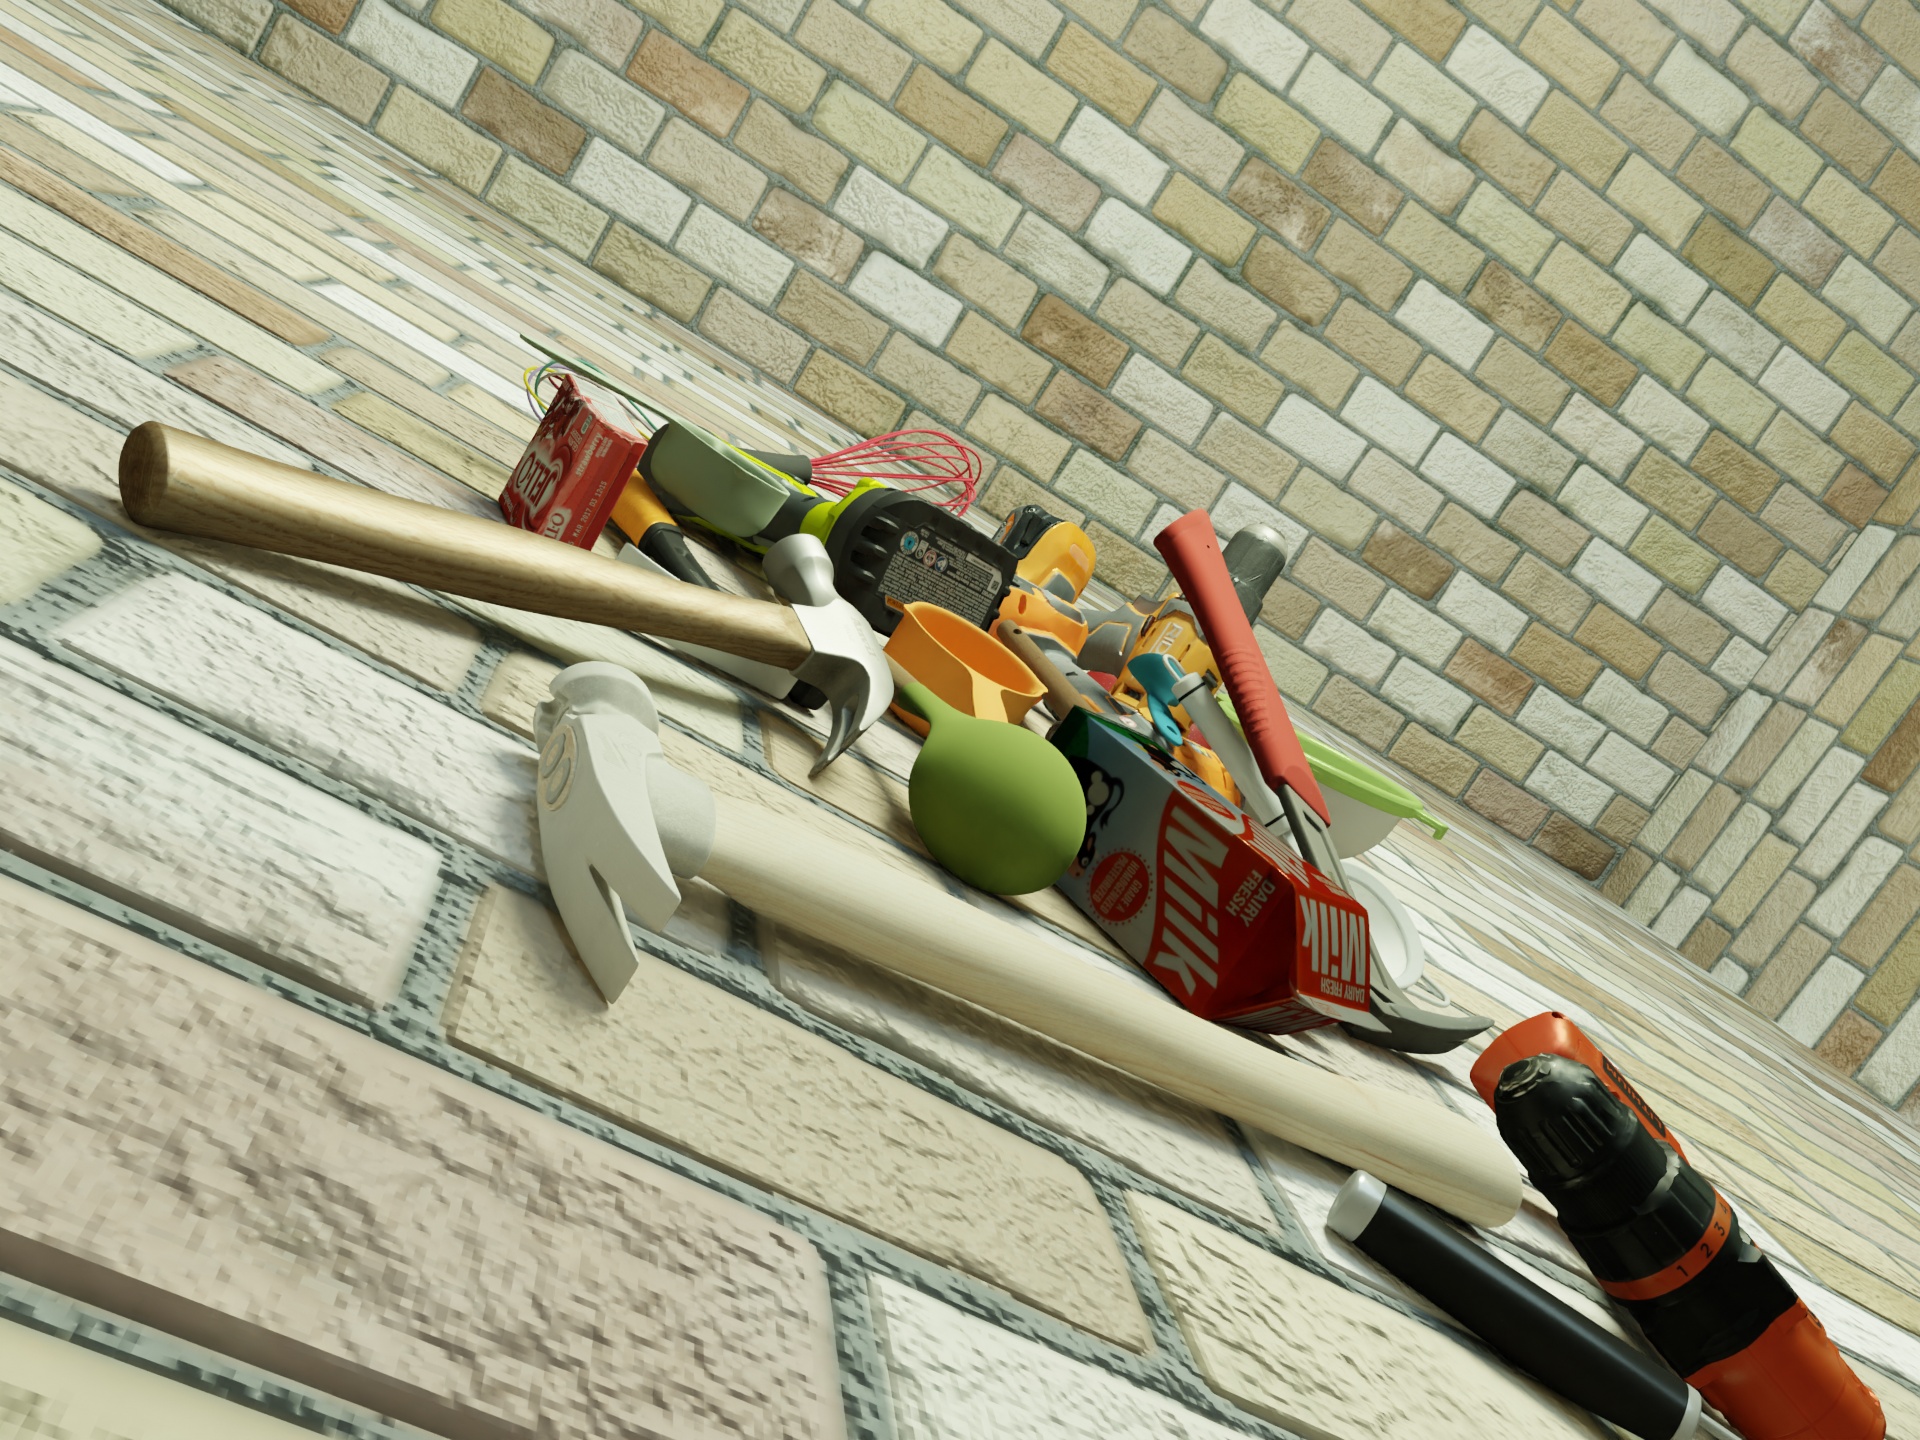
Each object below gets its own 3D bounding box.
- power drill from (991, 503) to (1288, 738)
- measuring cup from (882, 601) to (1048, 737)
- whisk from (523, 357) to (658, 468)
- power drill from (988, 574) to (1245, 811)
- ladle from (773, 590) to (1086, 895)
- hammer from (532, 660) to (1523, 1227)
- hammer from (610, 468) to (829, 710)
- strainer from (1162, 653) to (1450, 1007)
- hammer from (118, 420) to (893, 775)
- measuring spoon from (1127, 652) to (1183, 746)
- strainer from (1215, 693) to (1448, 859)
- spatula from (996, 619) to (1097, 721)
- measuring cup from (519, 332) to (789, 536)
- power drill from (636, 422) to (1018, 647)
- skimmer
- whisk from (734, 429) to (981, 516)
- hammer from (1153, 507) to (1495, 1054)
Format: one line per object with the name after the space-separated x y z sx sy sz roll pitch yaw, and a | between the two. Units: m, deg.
0.116 -0.087 1.162 0.226 0.185 0.084 30 -8 43 | power drill
-0.001 -0.003 0.842 0.095 0.052 0.174 30 19 -16 | measuring cup
-0.194 -0.177 1.104 0.244 0.051 0.047 30 4 -31 | whisk
0.063 -0.015 1.007 0.164 0.084 0.227 22 19 -47 | power drill
-0.036 -0.008 0.771 0.078 0.062 0.320 1 20 -27 | ladle
0.052 0.104 0.525 0.410 0.038 0.146 28 12 -27 | hammer
-0.174 -0.108 0.851 0.127 0.034 0.337 27 11 -36 | hammer
0.194 0.068 0.938 0.087 0.050 0.258 -26 79 -50 | strainer
-0.144 -0.050 0.604 0.331 0.031 0.130 13 40 -50 | hammer
0.127 -0.015 0.968 0.042 0.021 0.129 36 16 -11 | measuring spoon
0.214 0.037 1.105 0.151 0.069 0.256 24 8 -15 | strainer
0.096 0.042 0.838 0.059 0.018 0.316 -13 45 -24 | spatula
-0.172 -0.153 0.867 0.167 0.038 0.083 29 10 -26 | measuring cup
-0.077 -0.112 0.993 0.223 0.080 0.171 28 3 43 | power drill
0.285 0.231 0.470 0.363 0.090 0.127 32 41 13 | skimmer
-0.097 -0.176 1.132 0.295 0.073 0.073 -4 33 -41 | whisk
0.188 0.020 0.913 0.149 0.036 0.359 19 42 -38 | hammer
